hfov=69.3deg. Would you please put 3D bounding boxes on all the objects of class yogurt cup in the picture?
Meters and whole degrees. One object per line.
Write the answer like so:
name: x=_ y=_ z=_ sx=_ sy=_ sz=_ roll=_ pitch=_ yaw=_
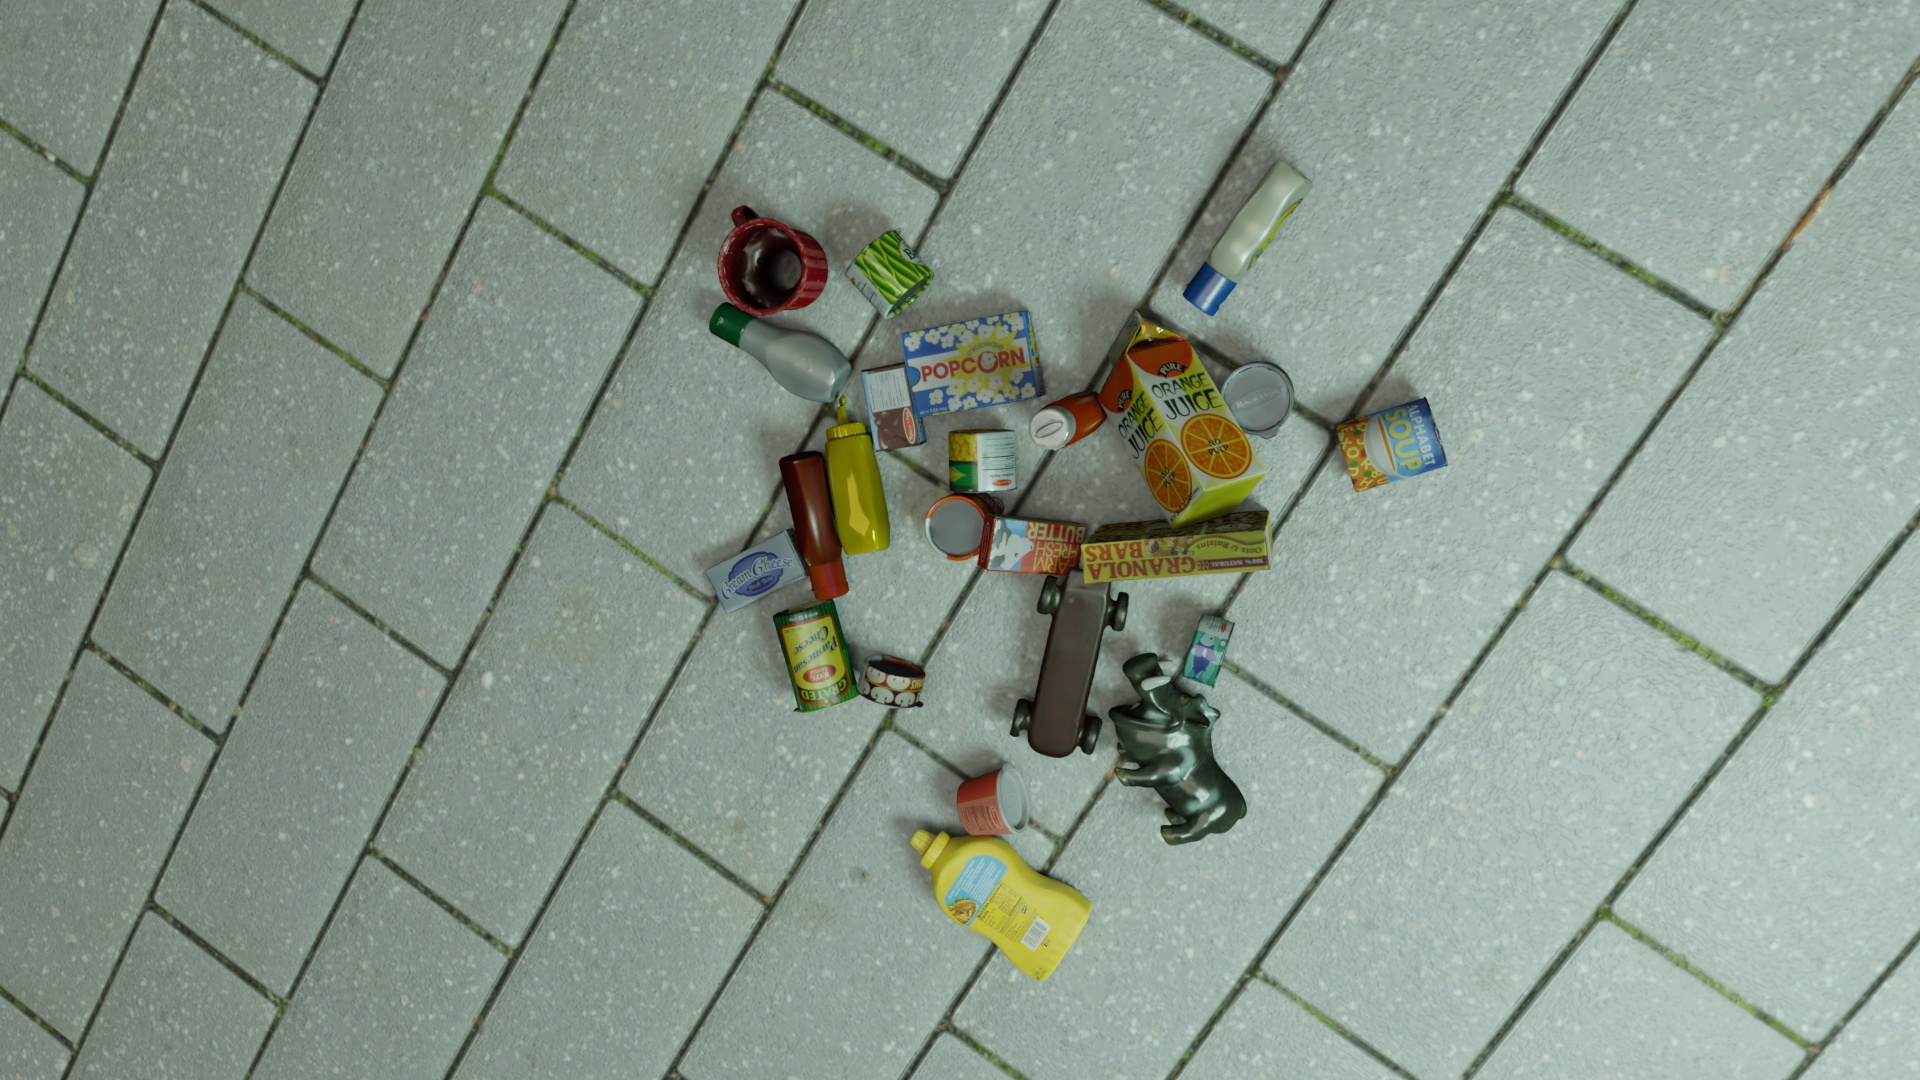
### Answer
yogurt cup: x=0.032 y=0.265 z=1.399 sx=0.054 sy=0.072 sz=0.072 roll=-15 pitch=94 yaw=24

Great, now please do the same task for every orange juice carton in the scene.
orange juice carton: x=0.191 y=-0.114 z=1.271 sx=0.073 sy=0.071 sz=0.193 roll=-16 pitch=67 yaw=-26

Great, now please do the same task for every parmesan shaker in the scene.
parmesan shaker: x=-0.151 y=0.118 z=1.422 sx=0.071 sy=0.071 sz=0.103 roll=-14 pitch=94 yaw=16

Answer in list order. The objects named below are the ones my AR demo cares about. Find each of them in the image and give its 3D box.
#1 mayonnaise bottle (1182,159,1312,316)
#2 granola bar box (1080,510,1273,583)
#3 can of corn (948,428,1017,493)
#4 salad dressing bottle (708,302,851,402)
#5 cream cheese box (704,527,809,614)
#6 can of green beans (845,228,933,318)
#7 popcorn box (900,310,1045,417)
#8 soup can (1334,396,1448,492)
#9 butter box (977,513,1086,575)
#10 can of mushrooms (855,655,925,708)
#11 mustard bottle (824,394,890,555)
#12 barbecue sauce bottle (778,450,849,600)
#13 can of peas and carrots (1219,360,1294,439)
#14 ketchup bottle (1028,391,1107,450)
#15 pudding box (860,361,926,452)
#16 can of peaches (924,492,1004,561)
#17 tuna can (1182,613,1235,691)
mayonnaise bottle: x=0.261 y=-0.275 z=1.267 sx=0.041 sy=0.065 sz=0.147 roll=38 pitch=109 yaw=9
granola bar box: x=0.203 y=0.004 z=1.286 sx=0.165 sy=0.124 sz=0.039 roll=-5 pitch=98 yaw=15
can of corn: x=0.020 y=-0.078 z=1.354 sx=0.071 sy=0.071 sz=0.058 roll=1 pitch=98 yaw=14
salad dressing bottle: x=-0.183 y=-0.192 z=1.400 sx=0.148 sy=0.044 sz=0.064 roll=30 pitch=105 yaw=10
cream cheese box: x=-0.210 y=0.033 z=1.448 sx=0.103 sy=0.024 sz=0.053 roll=-26 pitch=91 yaw=16
can of green beans: x=-0.068 y=-0.258 z=1.349 sx=0.071 sy=0.071 sz=0.058 roll=-43 pitch=87 yaw=16
popcorn box: x=0.013 y=-0.172 z=1.355 sx=0.126 sy=0.038 sz=0.085 roll=-9 pitch=97 yaw=15
soup can: x=0.388 y=-0.086 z=1.254 sx=0.083 sy=0.071 sz=0.071 roll=-18 pitch=93 yaw=16
butter box: x=0.070 y=0.005 z=1.343 sx=0.104 sy=0.024 sz=0.053 roll=5 pitch=101 yaw=-26
can of mushrooms: x=-0.068 y=0.143 z=1.406 sx=0.071 sy=0.071 sz=0.033 roll=17 pitch=101 yaw=12
mustard bottle: x=-0.107 y=-0.066 z=1.390 sx=0.049 sy=0.065 sz=0.160 roll=-11 pitch=89 yaw=11
barbecue sauce bottle: x=-0.147 y=-0.015 z=1.408 sx=0.044 sy=0.065 sz=0.148 roll=-15 pitch=101 yaw=-17
can of peas and carrots: x=0.276 y=-0.130 z=1.283 sx=0.071 sy=0.059 sz=0.070 roll=2 pitch=99 yaw=14
ketchup bottle: x=0.095 y=-0.109 z=1.285 sx=0.064 sy=0.149 sz=0.043 roll=-24 pitch=93 yaw=17
pudding box: x=-0.067 y=-0.133 z=1.385 sx=0.049 sy=0.030 sz=0.083 roll=-9 pitch=96 yaw=14
can of peaches: x=0.005 y=-0.017 z=1.368 sx=0.071 sy=0.058 sz=0.071 roll=2 pitch=99 yaw=15
tuna can: x=0.236 y=0.106 z=1.323 sx=0.033 sy=0.071 sz=0.071 roll=18 pitch=102 yaw=12
